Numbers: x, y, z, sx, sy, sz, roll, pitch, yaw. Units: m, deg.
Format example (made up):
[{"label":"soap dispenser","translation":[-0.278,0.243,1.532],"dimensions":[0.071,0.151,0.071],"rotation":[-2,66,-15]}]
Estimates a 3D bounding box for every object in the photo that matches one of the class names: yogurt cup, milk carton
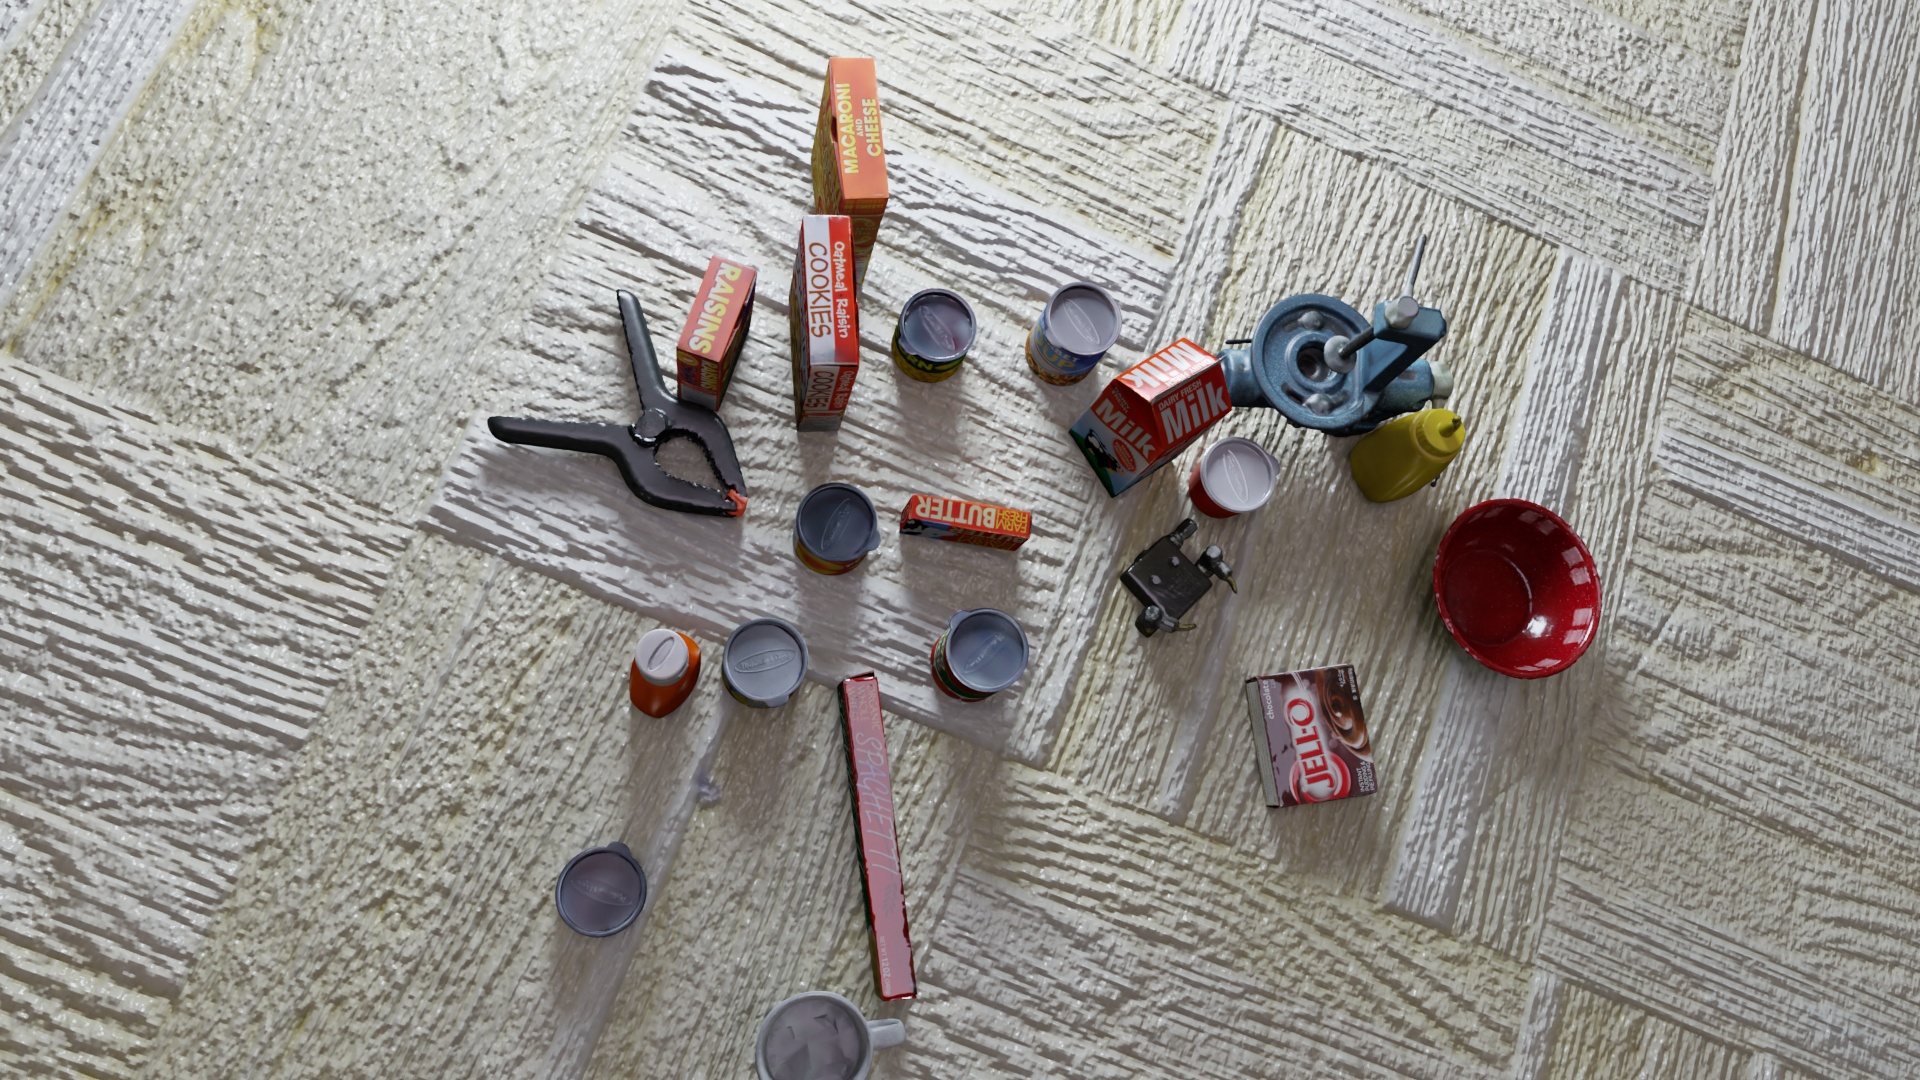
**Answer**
[{"label":"yogurt cup","translation":[0.234,-0.051,1.212],"dimensions":[0.072,0.053,0.072],"rotation":[2,76,-10]},{"label":"milk carton","translation":[0.158,-0.104,1.139],"dimensions":[0.072,0.190,0.073],"rotation":[-31,84,-16]}]

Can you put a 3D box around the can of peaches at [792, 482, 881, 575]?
[{"label":"can of peaches","translation":[-0.101,-0.007,1.135],"dimensions":[0.071,0.058,0.071],"rotation":[2,76,-10]}]

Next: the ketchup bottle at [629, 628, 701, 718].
[{"label":"ketchup bottle","translation":[-0.221,0.096,1.039],"dimensions":[0.043,0.148,0.065],"rotation":[34,73,-2]}]

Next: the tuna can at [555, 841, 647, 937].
[{"label":"tuna can","translation":[-0.270,0.263,1.050],"dimensions":[0.071,0.032,0.071],"rotation":[3,76,-10]}]

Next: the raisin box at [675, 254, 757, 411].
[{"label":"raisin box","translation":[-0.197,-0.165,1.120],"dimensions":[0.040,0.123,0.086],"rotation":[20,74,-6]}]

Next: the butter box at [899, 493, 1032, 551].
[{"label":"butter box","translation":[0.004,-0.015,1.159],"dimensions":[0.103,0.053,0.024],"rotation":[9,76,-9]}]

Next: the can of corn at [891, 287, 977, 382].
[{"label":"can of corn","translation":[-0.026,-0.173,1.190],"dimensions":[0.071,0.058,0.071],"rotation":[2,76,-10]}]

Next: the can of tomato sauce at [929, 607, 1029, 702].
[{"label":"can of tomato sauce","translation":[0.012,0.093,1.119],"dimensions":[0.071,0.083,0.071],"rotation":[2,76,-10]}]

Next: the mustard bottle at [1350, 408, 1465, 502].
[{"label":"mustard bottle","translation":[0.392,-0.079,1.194],"dimensions":[0.049,0.160,0.065],"rotation":[-19,81,-14]}]

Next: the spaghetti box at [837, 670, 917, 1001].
[{"label":"spaghetti box","translation":[-0.066,0.229,1.088],"dimensions":[0.029,0.050,0.250],"rotation":[-6,78,-12]}]

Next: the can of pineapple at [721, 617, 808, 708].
[{"label":"can of pineapple","translation":[-0.156,0.100,1.098],"dimensions":[0.071,0.057,0.071],"rotation":[2,76,-10]}]

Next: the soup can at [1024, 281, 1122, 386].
[{"label":"soup can","translation":[0.094,-0.176,1.200],"dimensions":[0.071,0.083,0.071],"rotation":[2,76,-10]}]

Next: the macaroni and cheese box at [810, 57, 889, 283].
[{"label":"macaroni and cheese box","translation":[-0.095,-0.301,1.151],"dimensions":[0.040,0.166,0.124],"rotation":[-4,78,-12]}]

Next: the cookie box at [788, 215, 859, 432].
[{"label":"cookie box","translation":[-0.111,-0.170,1.115],"dimensions":[0.040,0.167,0.123],"rotation":[-2,77,-11]}]
